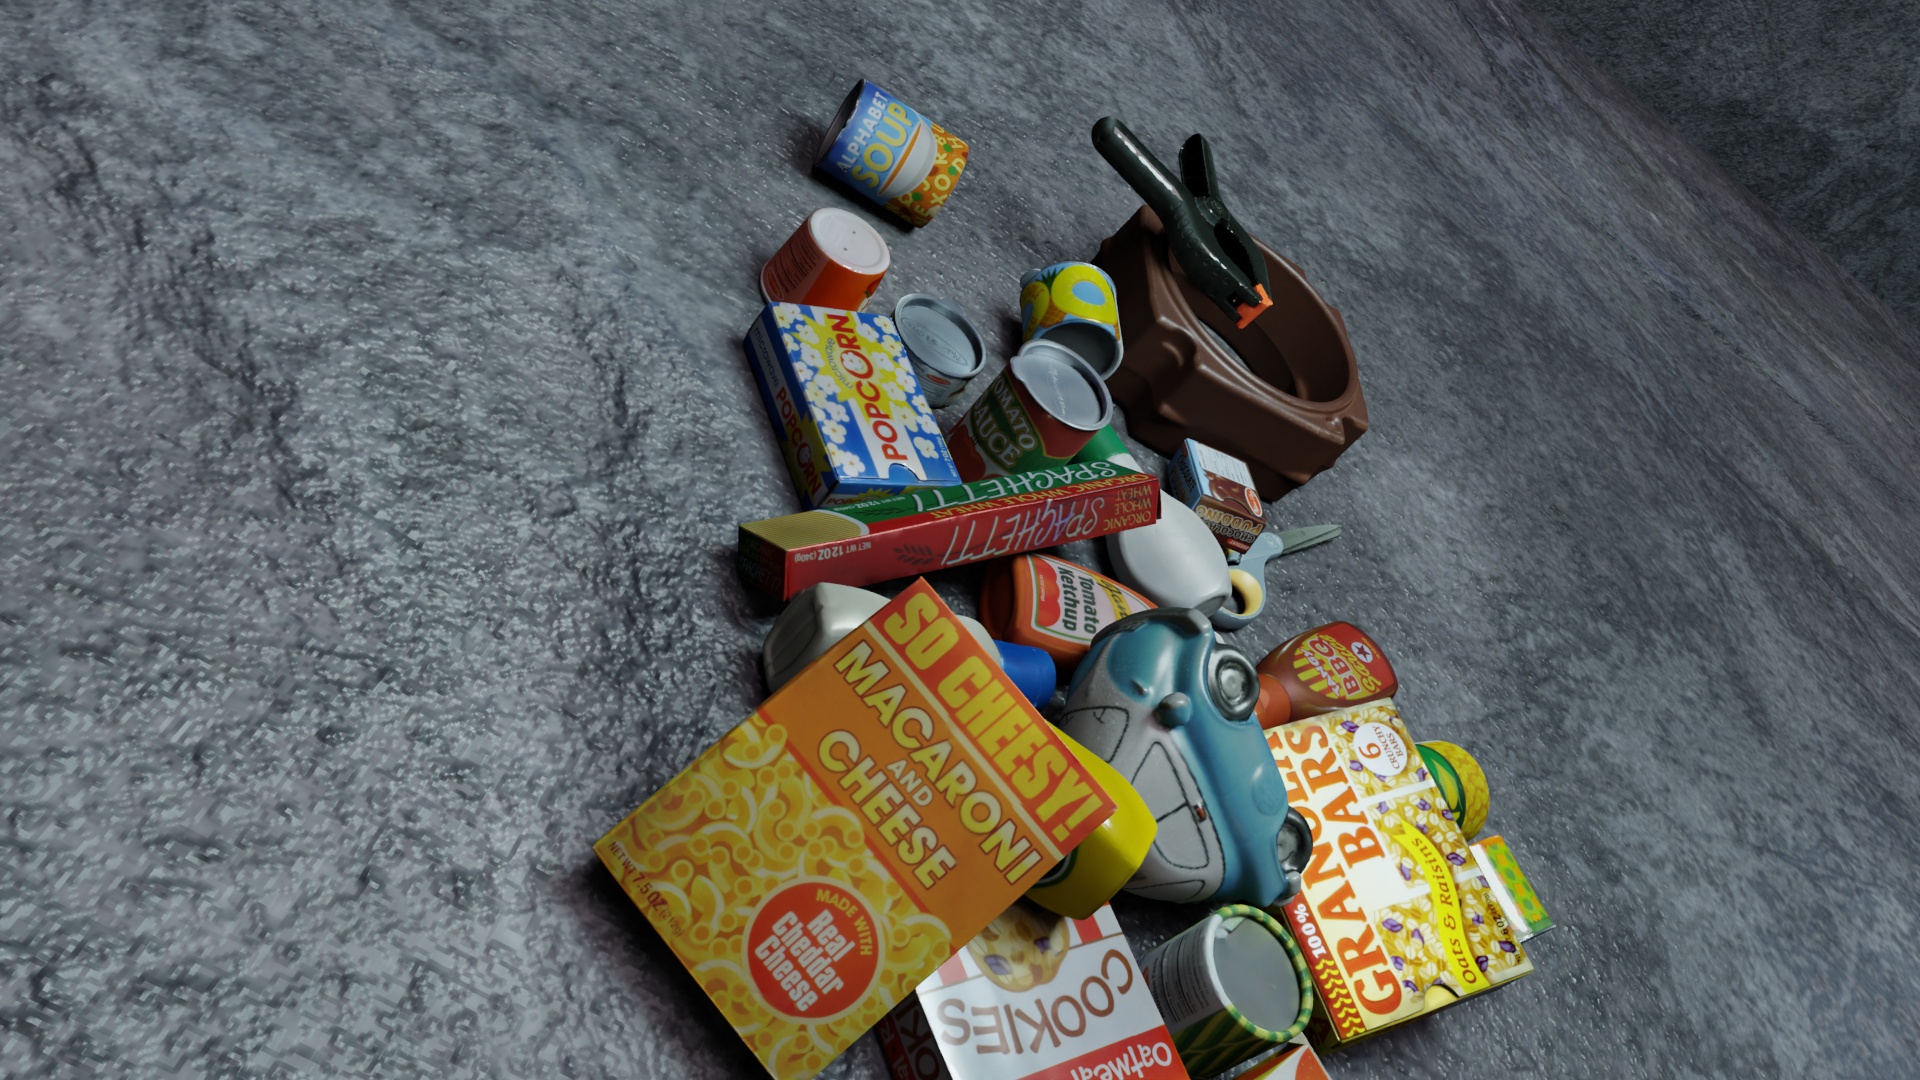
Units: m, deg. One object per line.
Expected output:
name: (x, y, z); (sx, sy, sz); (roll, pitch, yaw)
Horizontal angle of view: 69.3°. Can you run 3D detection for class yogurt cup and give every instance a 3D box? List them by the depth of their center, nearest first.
yogurt cup: (-0.078, -0.161, 0.830); (0.072, 0.053, 0.073); (22, 44, -23)

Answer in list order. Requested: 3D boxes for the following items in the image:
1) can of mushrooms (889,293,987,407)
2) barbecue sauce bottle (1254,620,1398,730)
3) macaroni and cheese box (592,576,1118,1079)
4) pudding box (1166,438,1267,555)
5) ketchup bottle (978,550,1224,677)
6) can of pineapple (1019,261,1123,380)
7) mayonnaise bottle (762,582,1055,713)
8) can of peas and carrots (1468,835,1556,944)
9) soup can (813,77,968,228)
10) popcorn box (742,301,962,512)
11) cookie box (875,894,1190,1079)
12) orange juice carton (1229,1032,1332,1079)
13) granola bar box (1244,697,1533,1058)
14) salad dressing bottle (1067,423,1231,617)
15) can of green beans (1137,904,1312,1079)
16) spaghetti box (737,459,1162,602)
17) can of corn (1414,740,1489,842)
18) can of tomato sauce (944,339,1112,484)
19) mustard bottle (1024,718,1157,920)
can of mushrooms: (-0.019, -0.118, 0.857); (0.071, 0.033, 0.071); (22, 45, -23)
barbecue sauce bottle: (0.207, 0.092, 0.851); (0.149, 0.043, 0.065); (-11, 57, -44)
macaroni and cheese box: (-0.041, 0.114, 0.556); (0.167, 0.040, 0.124); (-40, 83, -7)
pudding box: (0.168, -0.031, 0.916); (0.050, 0.030, 0.084); (22, 28, -13)
ketchup bottle: (0.082, 0.051, 0.785); (0.149, 0.043, 0.065); (18, 51, -28)
can of pineapple: (0.072, -0.143, 0.928); (0.071, 0.070, 0.058); (21, 45, -25)
mayonnaise bottle: (-0.020, 0.060, 0.683); (0.148, 0.064, 0.041); (14, 45, -36)
can of peas and carrots: (0.297, 0.212, 0.804); (0.071, 0.070, 0.059); (-2, 57, -40)
soup can: (-0.045, -0.258, 0.928); (0.084, 0.071, 0.072); (28, 42, -18)
popcorn box: (-0.061, -0.073, 0.779); (0.085, 0.038, 0.127); (1, 55, -40)
cookie box: (0.015, 0.185, 0.618); (0.123, 0.040, 0.168); (-2, 56, -40)
orange juice carton: (0.117, 0.281, 0.591); (0.193, 0.072, 0.072); (-15, 66, -46)
granola bar box: (0.214, 0.177, 0.756); (0.124, 0.038, 0.166); (-11, 61, -20)
salad dressing bottle: (0.110, -0.015, 0.862); (0.064, 0.043, 0.148); (-23, 66, -18)
can of green beans: (0.125, 0.216, 0.666); (0.071, 0.057, 0.071); (22, 45, -24)
spaghetti box: (0.003, -0.009, 0.741); (0.251, 0.028, 0.050); (-12, 23, -35)
can of corn: (0.274, 0.157, 0.833); (0.058, 0.071, 0.071); (2, 55, -39)
can of tomato sauce: (0.037, -0.067, 0.820); (0.071, 0.082, 0.071); (22, 44, -23)
mustard bottle: (0.008, 0.098, 0.612); (0.160, 0.065, 0.049); (37, 31, 4)
